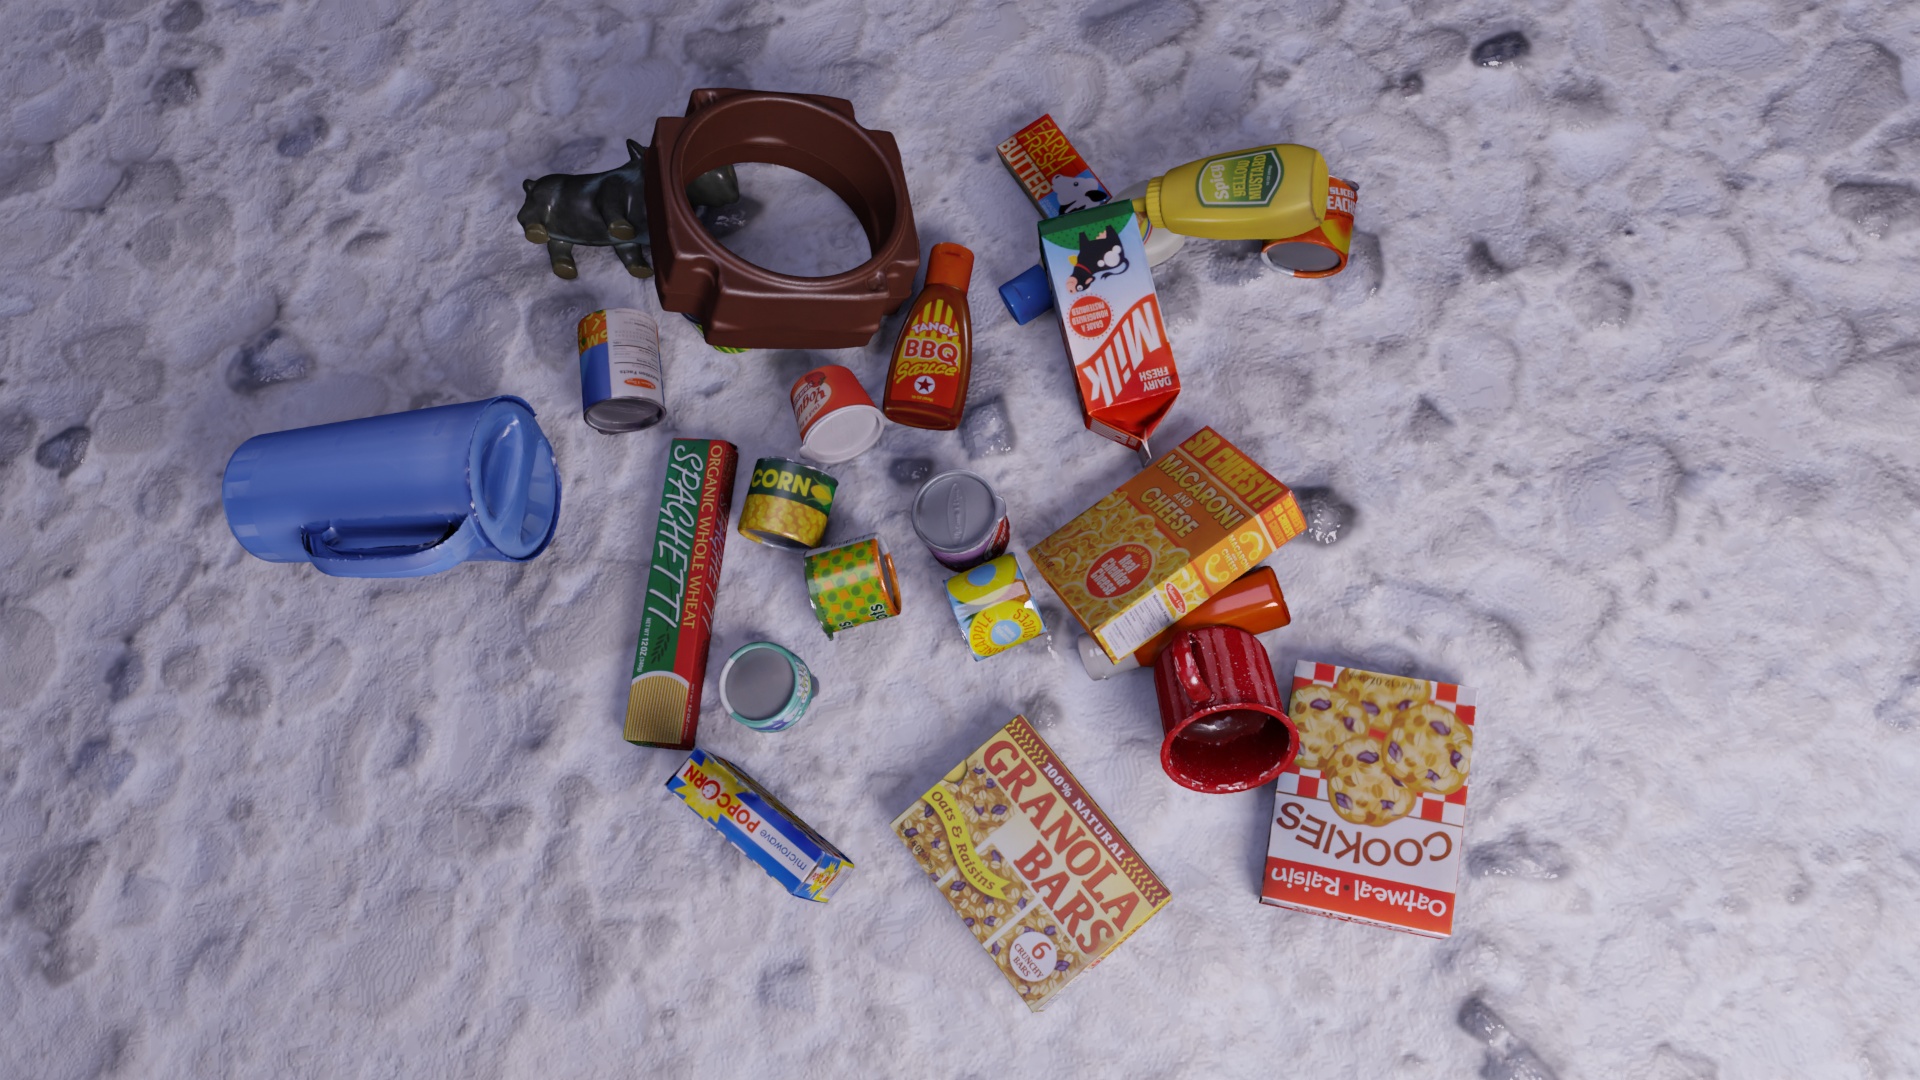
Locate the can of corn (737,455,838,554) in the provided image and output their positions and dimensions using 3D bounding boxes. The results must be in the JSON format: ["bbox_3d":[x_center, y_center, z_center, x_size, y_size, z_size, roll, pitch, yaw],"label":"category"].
[{"bbox_3d":[-0.135,-0.027,1.076,0.071,0.071,0.058,11,76,14],"label":"can of corn"}]

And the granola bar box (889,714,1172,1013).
[{"bbox_3d":[0.049,0.225,0.977,0.124,0.039,0.166,-40,70,-3],"label":"granola bar box"}]

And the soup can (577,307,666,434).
[{"bbox_3d":[-0.281,-0.139,1.145,0.071,0.071,0.084,-12,70,7],"label":"soup can"}]

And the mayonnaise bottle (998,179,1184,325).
[{"bbox_3d":[0.102,-0.224,1.106,0.148,0.041,0.065,-32,73,0],"label":"mayonnaise bottle"}]

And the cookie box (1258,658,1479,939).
[{"bbox_3d":[0.278,0.175,0.947,0.123,0.040,0.168,9,74,14],"label":"cookie box"}]

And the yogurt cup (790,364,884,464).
[{"bbox_3d":[-0.100,-0.102,1.098,0.072,0.072,0.054,-28,62,2],"label":"yogurt cup"}]

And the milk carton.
[{"bbox_3d":[0.115,-0.149,1.042,0.073,0.072,0.190,-14,85,3],"label":"milk carton"}]

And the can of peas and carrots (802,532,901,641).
[{"bbox_3d":[-0.081,0.035,1.049,0.059,0.071,0.071,-16,71,6],"label":"can of peas and carrots"}]

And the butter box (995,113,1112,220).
[{"bbox_3d":[0.078,-0.299,1.144,0.053,0.024,0.104,-33,70,1],"label":"butter box"}]

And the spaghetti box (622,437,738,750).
[{"bbox_3d":[-0.219,0.038,1.095,0.050,0.028,0.250,2,74,11],"label":"spaghetti box"}]

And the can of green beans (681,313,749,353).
[{"bbox_3d":[-0.194,-0.195,1.148,0.071,0.057,0.071,-3,72,11],"label":"can of green beans"}]

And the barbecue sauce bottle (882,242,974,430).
[{"bbox_3d":[-0.019,-0.164,1.110,0.065,0.043,0.149,9,74,4],"label":"barbecue sauce bottle"}]

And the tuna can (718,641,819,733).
[{"bbox_3d":[-0.146,0.111,1.055,0.071,0.032,0.071,-3,73,11],"label":"tuna can"}]

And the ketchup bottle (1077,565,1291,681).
[{"bbox_3d":[0.159,0.062,0.996,0.148,0.064,0.043,-20,71,13],"label":"ketchup bottle"}]

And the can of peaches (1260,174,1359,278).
[{"bbox_3d":[0.268,-0.241,1.063,0.071,0.071,0.058,9,76,14],"label":"can of peaches"}]

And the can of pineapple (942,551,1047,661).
[{"bbox_3d":[0.026,0.050,1.022,0.058,0.071,0.071,-23,70,3],"label":"can of pineapple"}]

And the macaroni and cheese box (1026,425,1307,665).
[{"bbox_3d":[0.145,0.000,0.997,0.166,0.040,0.124,-35,33,-1],"label":"macaroni and cheese box"}]

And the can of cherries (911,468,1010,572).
[{"bbox_3d":[0.004,-0.013,1.051,0.071,0.058,0.071,-3,71,10],"label":"can of cherries"}]

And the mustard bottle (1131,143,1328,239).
[{"bbox_3d":[0.192,-0.257,1.042,0.160,0.048,0.065,1,73,29],"label":"mustard bottle"}]

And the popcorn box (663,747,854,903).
[{"bbox_3d":[-0.142,0.206,0.997,0.127,0.085,0.038,35,82,19],"label":"popcorn box"}]
